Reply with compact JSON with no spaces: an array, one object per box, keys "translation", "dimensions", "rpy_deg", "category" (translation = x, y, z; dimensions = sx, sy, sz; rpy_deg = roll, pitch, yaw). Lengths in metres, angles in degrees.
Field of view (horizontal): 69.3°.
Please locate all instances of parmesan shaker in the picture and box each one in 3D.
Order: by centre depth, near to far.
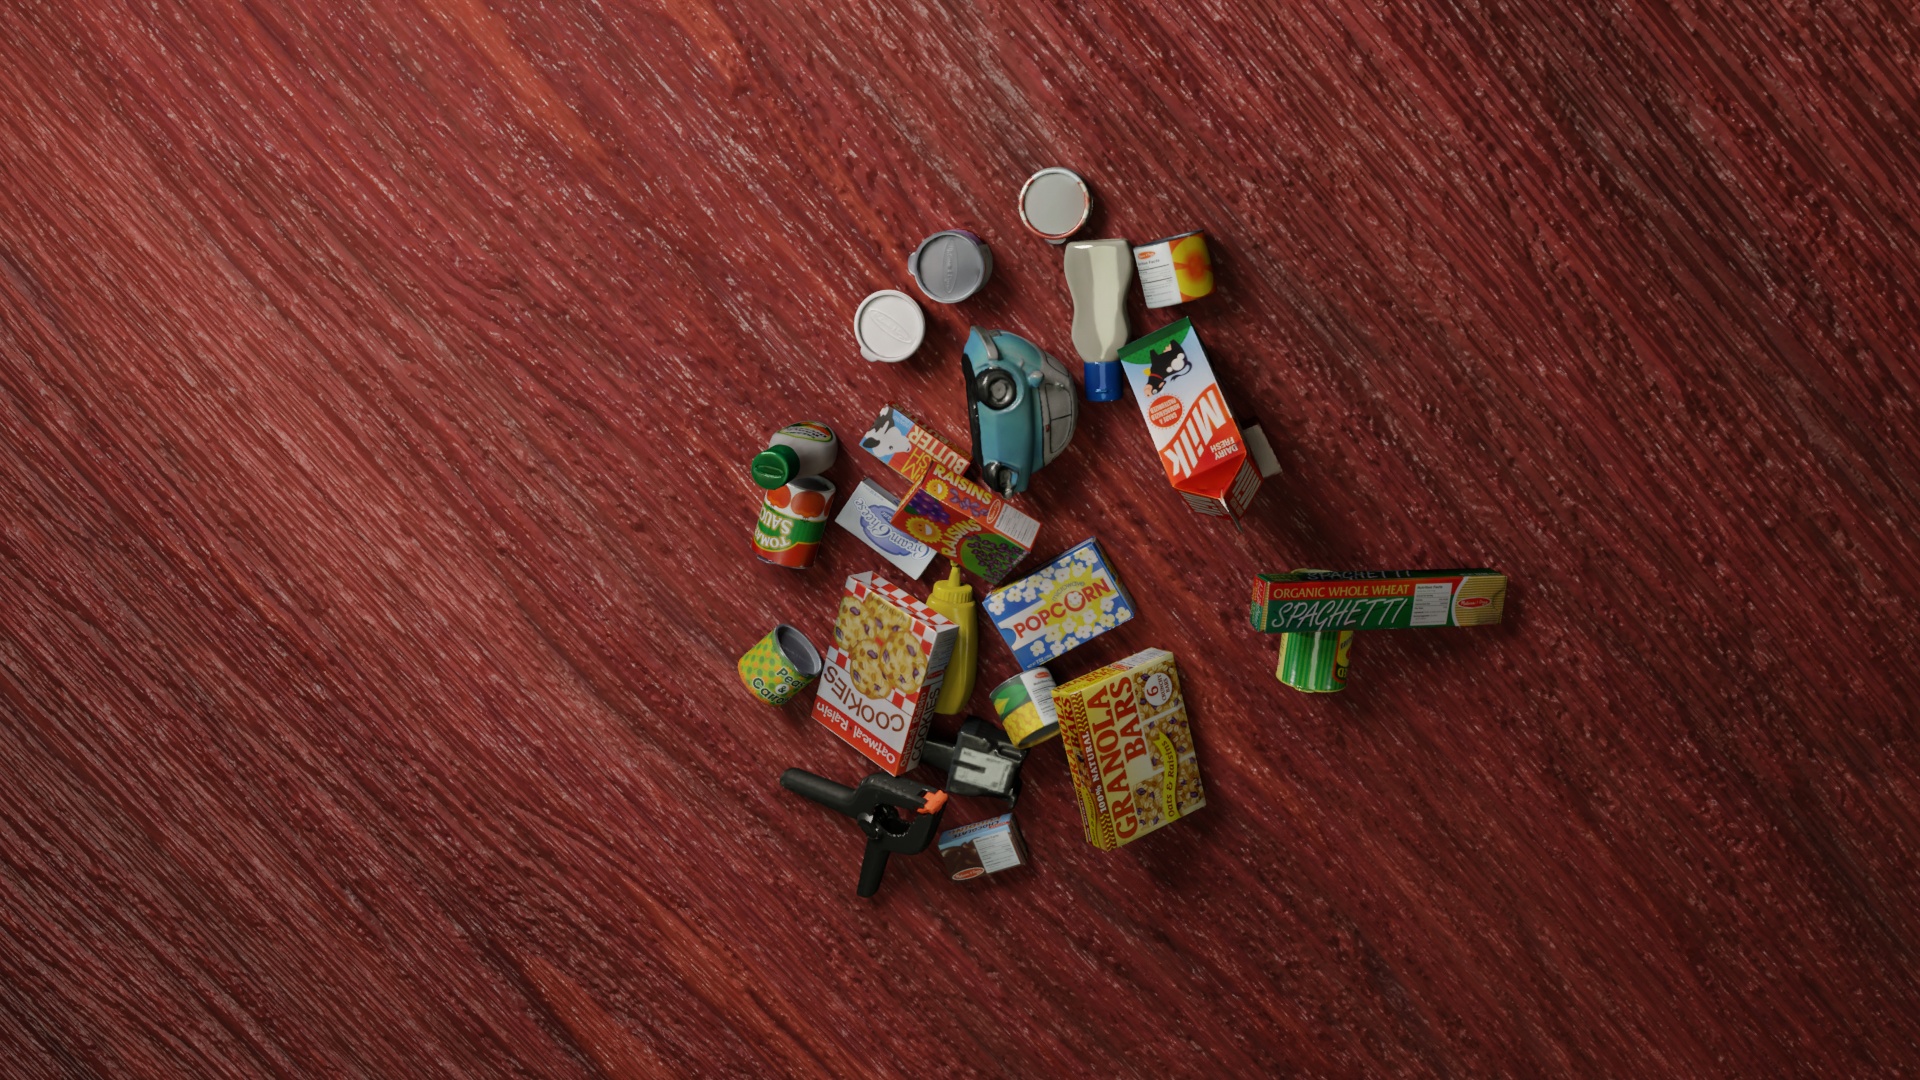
[{"translation":[0.338,0.085,1.315],"dimensions":[0.071,0.071,0.102],"rpy_deg":[7,105,9],"category":"parmesan shaker"}]

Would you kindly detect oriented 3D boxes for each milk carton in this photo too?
[{"translation":[0.212,-0.096,1.244],"dimensions":[0.073,0.072,0.191],"rpy_deg":[-25,64,15],"category":"milk carton"}]

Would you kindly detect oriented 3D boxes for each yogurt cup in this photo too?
[{"translation":[-0.062,-0.206,1.324],"dimensions":[0.072,0.054,0.072],"rpy_deg":[2,105,10],"category":"yogurt cup"}]

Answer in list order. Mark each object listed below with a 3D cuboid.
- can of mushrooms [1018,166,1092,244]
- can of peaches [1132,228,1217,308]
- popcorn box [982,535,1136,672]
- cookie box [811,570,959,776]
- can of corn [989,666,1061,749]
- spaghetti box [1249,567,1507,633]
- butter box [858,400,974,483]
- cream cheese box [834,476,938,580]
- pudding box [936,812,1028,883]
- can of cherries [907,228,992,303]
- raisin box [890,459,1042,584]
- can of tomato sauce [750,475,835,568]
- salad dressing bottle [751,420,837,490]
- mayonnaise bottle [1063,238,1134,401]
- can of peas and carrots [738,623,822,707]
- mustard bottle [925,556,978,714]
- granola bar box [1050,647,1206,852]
[{"translation":[0.088,-0.309,1.282],"dimensions":[0.071,0.033,0.071],"rpy_deg":[2,104,9],"category":"can of mushrooms"},{"translation":[0.197,-0.247,1.262],"dimensions":[0.071,0.071,0.058],"rpy_deg":[-12,102,13],"category":"can of peaches"},{"translation":[0.098,0.063,1.371],"dimensions":[0.126,0.038,0.085],"rpy_deg":[-29,98,15],"category":"popcorn box"},{"translation":[-0.077,0.133,1.387],"dimensions":[0.123,0.040,0.166],"rpy_deg":[30,115,32],"category":"cookie box"},{"translation":[0.069,0.168,1.379],"dimensions":[0.071,0.071,0.058],"rpy_deg":[-33,68,16],"category":"can of corn"},{"translation":[0.382,0.054,1.269],"dimensions":[0.250,0.029,0.050],"rpy_deg":[-1,105,-15],"category":"spaghetti box"},{"translation":[-0.043,-0.087,1.366],"dimensions":[0.103,0.024,0.053],"rpy_deg":[35,108,1],"category":"butter box"},{"translation":[-0.069,-0.012,1.390],"dimensions":[0.104,0.024,0.053],"rpy_deg":[36,109,0],"category":"cream cheese box"},{"translation":[0.023,0.322,1.454],"dimensions":[0.083,0.030,0.049],"rpy_deg":[-20,101,14],"category":"pudding box"},{"translation":[-0.009,-0.259,1.299],"dimensions":[0.071,0.058,0.071],"rpy_deg":[3,106,10],"category":"can of cherries"},{"translation":[0.005,-0.017,1.336],"dimensions":[0.123,0.040,0.085],"rpy_deg":[30,148,-8],"category":"raisin box"},{"translation":[-0.168,-0.023,1.381],"dimensions":[0.071,0.071,0.082],"rpy_deg":[20,106,5],"category":"can of tomato sauce"},{"translation":[-0.159,-0.081,1.324],"dimensions":[0.064,0.148,0.043],"rpy_deg":[13,106,7],"category":"salad dressing bottle"},{"translation":[0.131,-0.205,1.297],"dimensions":[0.065,0.041,0.147],"rpy_deg":[0,105,13],"category":"mayonnaise bottle"},{"translation":[-0.184,0.130,1.422],"dimensions":[0.058,0.071,0.071],"rpy_deg":[-41,94,18],"category":"can of peas and carrots"},{"translation":[-0.012,0.092,1.392],"dimensions":[0.065,0.049,0.159],"rpy_deg":[13,106,17],"category":"mustard bottle"},{"translation":[0.165,0.203,1.360],"dimensions":[0.124,0.039,0.165],"rpy_deg":[-19,103,-25],"category":"granola bar box"}]
